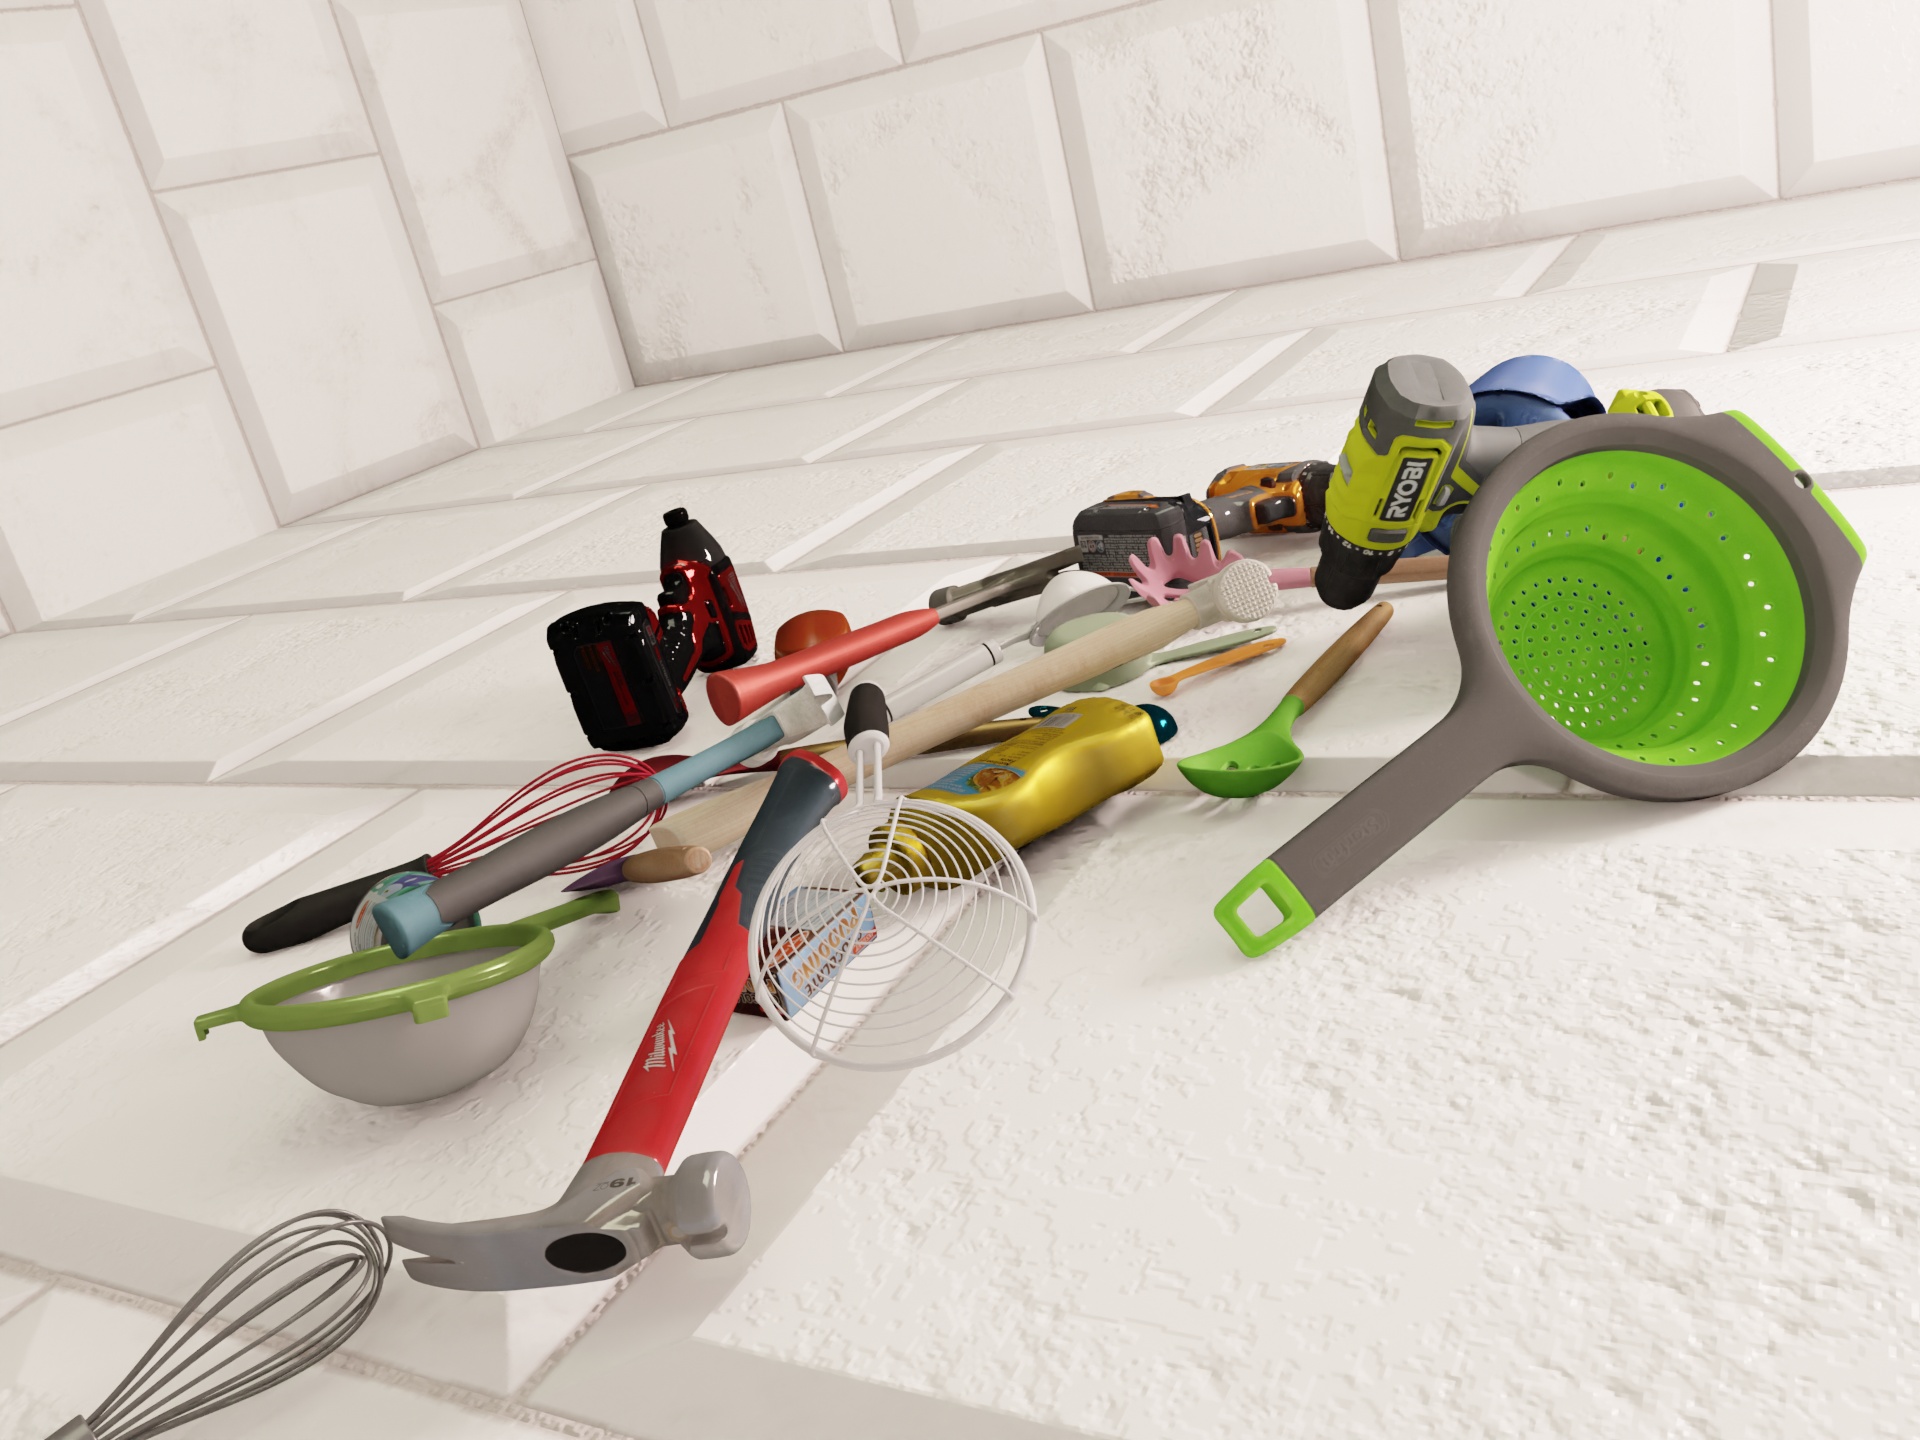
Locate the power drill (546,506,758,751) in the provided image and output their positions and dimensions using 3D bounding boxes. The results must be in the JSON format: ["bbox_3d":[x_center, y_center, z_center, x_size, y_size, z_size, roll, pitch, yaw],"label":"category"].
[{"bbox_3d":[-0.239,-0.078,1.285,0.078,0.143,0.220,-9,23,19],"label":"power drill"}]

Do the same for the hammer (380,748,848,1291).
[{"bbox_3d":[-0.130,0.117,0.762,0.143,0.038,0.386,-11,23,12],"label":"hammer"}]

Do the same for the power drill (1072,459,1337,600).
[{"bbox_3d":[0.228,-0.162,1.287,0.226,0.084,0.185,-22,18,-33],"label":"power drill"}]

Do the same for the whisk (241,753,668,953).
[{"bbox_3d":[-0.321,0.090,1.022,0.296,0.073,0.073,-20,20,-1],"label":"whisk"}]

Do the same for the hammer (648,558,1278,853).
[{"bbox_3d":[-0.002,-0.003,1.016,0.410,0.038,0.146,-24,2,-4],"label":"hammer"}]

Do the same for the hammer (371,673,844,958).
[{"bbox_3d":[-0.186,0.048,0.893,0.128,0.033,0.331,-29,2,42],"label":"hammer"}]

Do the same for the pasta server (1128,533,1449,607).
[{"bbox_3d":[0.282,-0.110,1.157,0.316,0.040,0.060,-3,59,13],"label":"pasta server"}]

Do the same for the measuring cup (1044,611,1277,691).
[{"bbox_3d":[0.140,-0.061,1.138,0.167,0.038,0.083,-12,20,10],"label":"measuring cup"}]

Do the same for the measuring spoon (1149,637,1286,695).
[{"bbox_3d":[0.180,-0.037,1.098,0.117,0.011,0.021,-20,18,-25],"label":"measuring spoon"}]

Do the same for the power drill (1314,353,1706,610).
[{"bbox_3d":[0.351,-0.145,1.042,0.228,0.190,0.080,1,50,-7],"label":"power drill"}]

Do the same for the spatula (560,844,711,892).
[{"bbox_3d":[-0.176,0.081,0.868,0.060,0.018,0.316,-22,2,-22],"label":"spatula"}]

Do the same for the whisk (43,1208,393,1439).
[{"bbox_3d":[-0.315,0.261,0.575,0.239,0.055,0.055,-34,28,-34],"label":"whisk"}]

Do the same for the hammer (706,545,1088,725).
[{"bbox_3d":[-0.050,-0.064,1.173,0.149,0.036,0.359,-14,8,37],"label":"hammer"}]

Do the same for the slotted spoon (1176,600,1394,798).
[{"bbox_3d":[0.220,-0.018,0.997,0.070,0.031,0.314,1,23,33],"label":"slotted spoon"}]

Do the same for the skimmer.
[{"bbox_3d":[-0.039,0.056,0.809,0.127,0.090,0.363,-17,14,1],"label":"skimmer"}]

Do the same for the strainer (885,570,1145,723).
[{"bbox_3d":[0.029,-0.056,1.179,0.258,0.050,0.086,-29,-16,-18],"label":"strainer"}]

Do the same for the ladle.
[{"bbox_3d":[-0.096,0.025,1.087,0.315,0.031,0.069,-8,18,10],"label":"ladle"}]

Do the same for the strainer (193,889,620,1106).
[{"bbox_3d":[-0.253,0.146,0.838,0.151,0.069,0.256,-8,3,22],"label":"strainer"}]

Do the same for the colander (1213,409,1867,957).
[{"bbox_3d":[0.279,-0.004,0.820,0.397,0.204,0.094,-36,-9,-13],"label":"colander"}]

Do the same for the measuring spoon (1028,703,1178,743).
[{"bbox_3d":[0.089,-0.006,1.050,0.042,0.021,0.129,-28,26,-34],"label":"measuring spoon"}]
